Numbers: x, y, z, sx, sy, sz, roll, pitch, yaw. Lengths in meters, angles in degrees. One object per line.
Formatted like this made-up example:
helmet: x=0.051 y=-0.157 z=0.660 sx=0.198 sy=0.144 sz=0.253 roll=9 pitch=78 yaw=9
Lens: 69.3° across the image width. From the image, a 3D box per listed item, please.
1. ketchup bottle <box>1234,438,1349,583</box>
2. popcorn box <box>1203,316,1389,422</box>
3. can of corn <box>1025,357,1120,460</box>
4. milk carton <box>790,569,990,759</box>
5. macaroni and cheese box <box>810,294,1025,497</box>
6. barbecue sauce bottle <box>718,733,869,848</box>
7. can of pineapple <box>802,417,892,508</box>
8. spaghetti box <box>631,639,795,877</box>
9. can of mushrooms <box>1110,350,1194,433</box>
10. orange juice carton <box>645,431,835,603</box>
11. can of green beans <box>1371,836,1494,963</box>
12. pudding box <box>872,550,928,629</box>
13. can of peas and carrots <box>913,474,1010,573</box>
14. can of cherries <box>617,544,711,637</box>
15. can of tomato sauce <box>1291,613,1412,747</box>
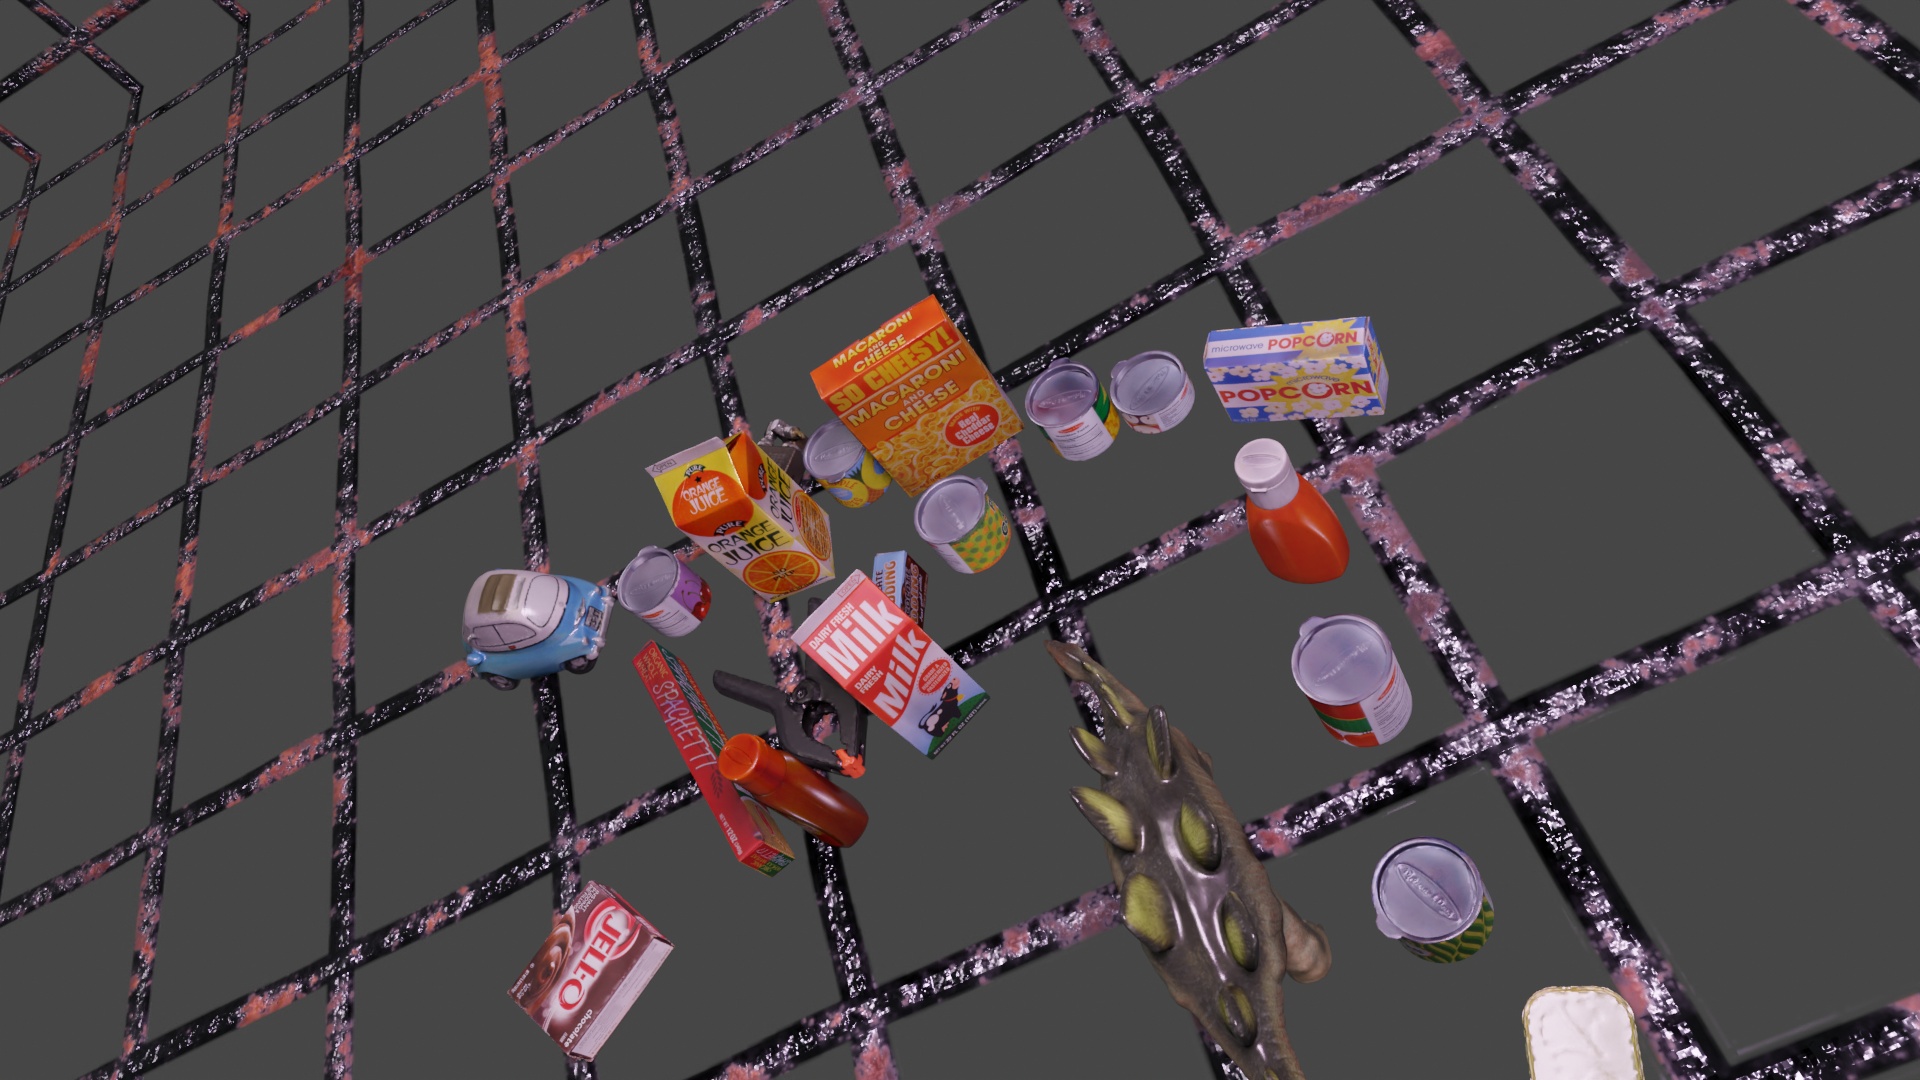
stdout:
ketchup bottle: x=0.235 y=-0.019 z=1.001 sx=0.064 sy=0.148 sz=0.044 roll=2 pitch=63 yaw=29
popcorn box: x=0.265 y=-0.133 z=1.096 sx=0.126 sy=0.085 sz=0.038 roll=-1 pitch=61 yaw=28
can of corn: x=0.097 y=-0.112 z=1.191 sx=0.071 sy=0.058 sz=0.071 roll=-13 pitch=56 yaw=21
milk carton: x=-0.058 y=0.089 z=1.065 sx=0.072 sy=0.190 sz=0.073 roll=-47 pitch=51 yaw=-4
macaroni and cheese box: x=-0.035 y=-0.121 z=1.197 sx=0.123 sy=0.166 sz=0.040 roll=-32 pitch=52 yaw=8
barbecue sauce bottle: x=-0.130 y=0.191 z=1.068 sx=0.065 sy=0.148 sz=0.044 roll=23 pitch=75 yaw=36
can of pineapple: x=-0.102 y=-0.069 z=1.272 sx=0.071 sy=0.057 sz=0.071 roll=-13 pitch=56 yaw=21
spaghetti box: x=-0.214 y=0.181 z=1.183 sx=0.028 sy=0.050 sz=0.251 roll=-41 pitch=51 yaw=1
can of mushrooms: x=0.162 y=-0.127 z=1.181 sx=0.071 sy=0.033 sz=0.071 roll=-13 pitch=56 yaw=21
orange juice carton: x=-0.188 y=-0.027 z=1.205 sx=0.071 sy=0.192 sz=0.073 roll=-22 pitch=54 yaw=16
can of green beans: x=0.298 y=0.227 z=0.874 sx=0.071 sy=0.057 sz=0.071 roll=-13 pitch=56 yaw=21
pudding box: x=-0.053 y=0.056 z=1.174 sx=0.030 sy=0.049 sz=0.084 roll=-10 pitch=57 yaw=23
can of peas and carrots: x=0.004 y=-0.015 z=1.180 sx=0.071 sy=0.058 sz=0.071 roll=-13 pitch=56 yaw=21
can of cherries: x=-0.274 y=0.047 z=1.292 sx=0.071 sy=0.058 sz=0.072 roll=-13 pitch=56 yaw=21
can of tomato sauce: x=0.268 y=0.097 z=0.954 sx=0.071 sy=0.083 sz=0.071 roll=-13 pitch=56 yaw=21
